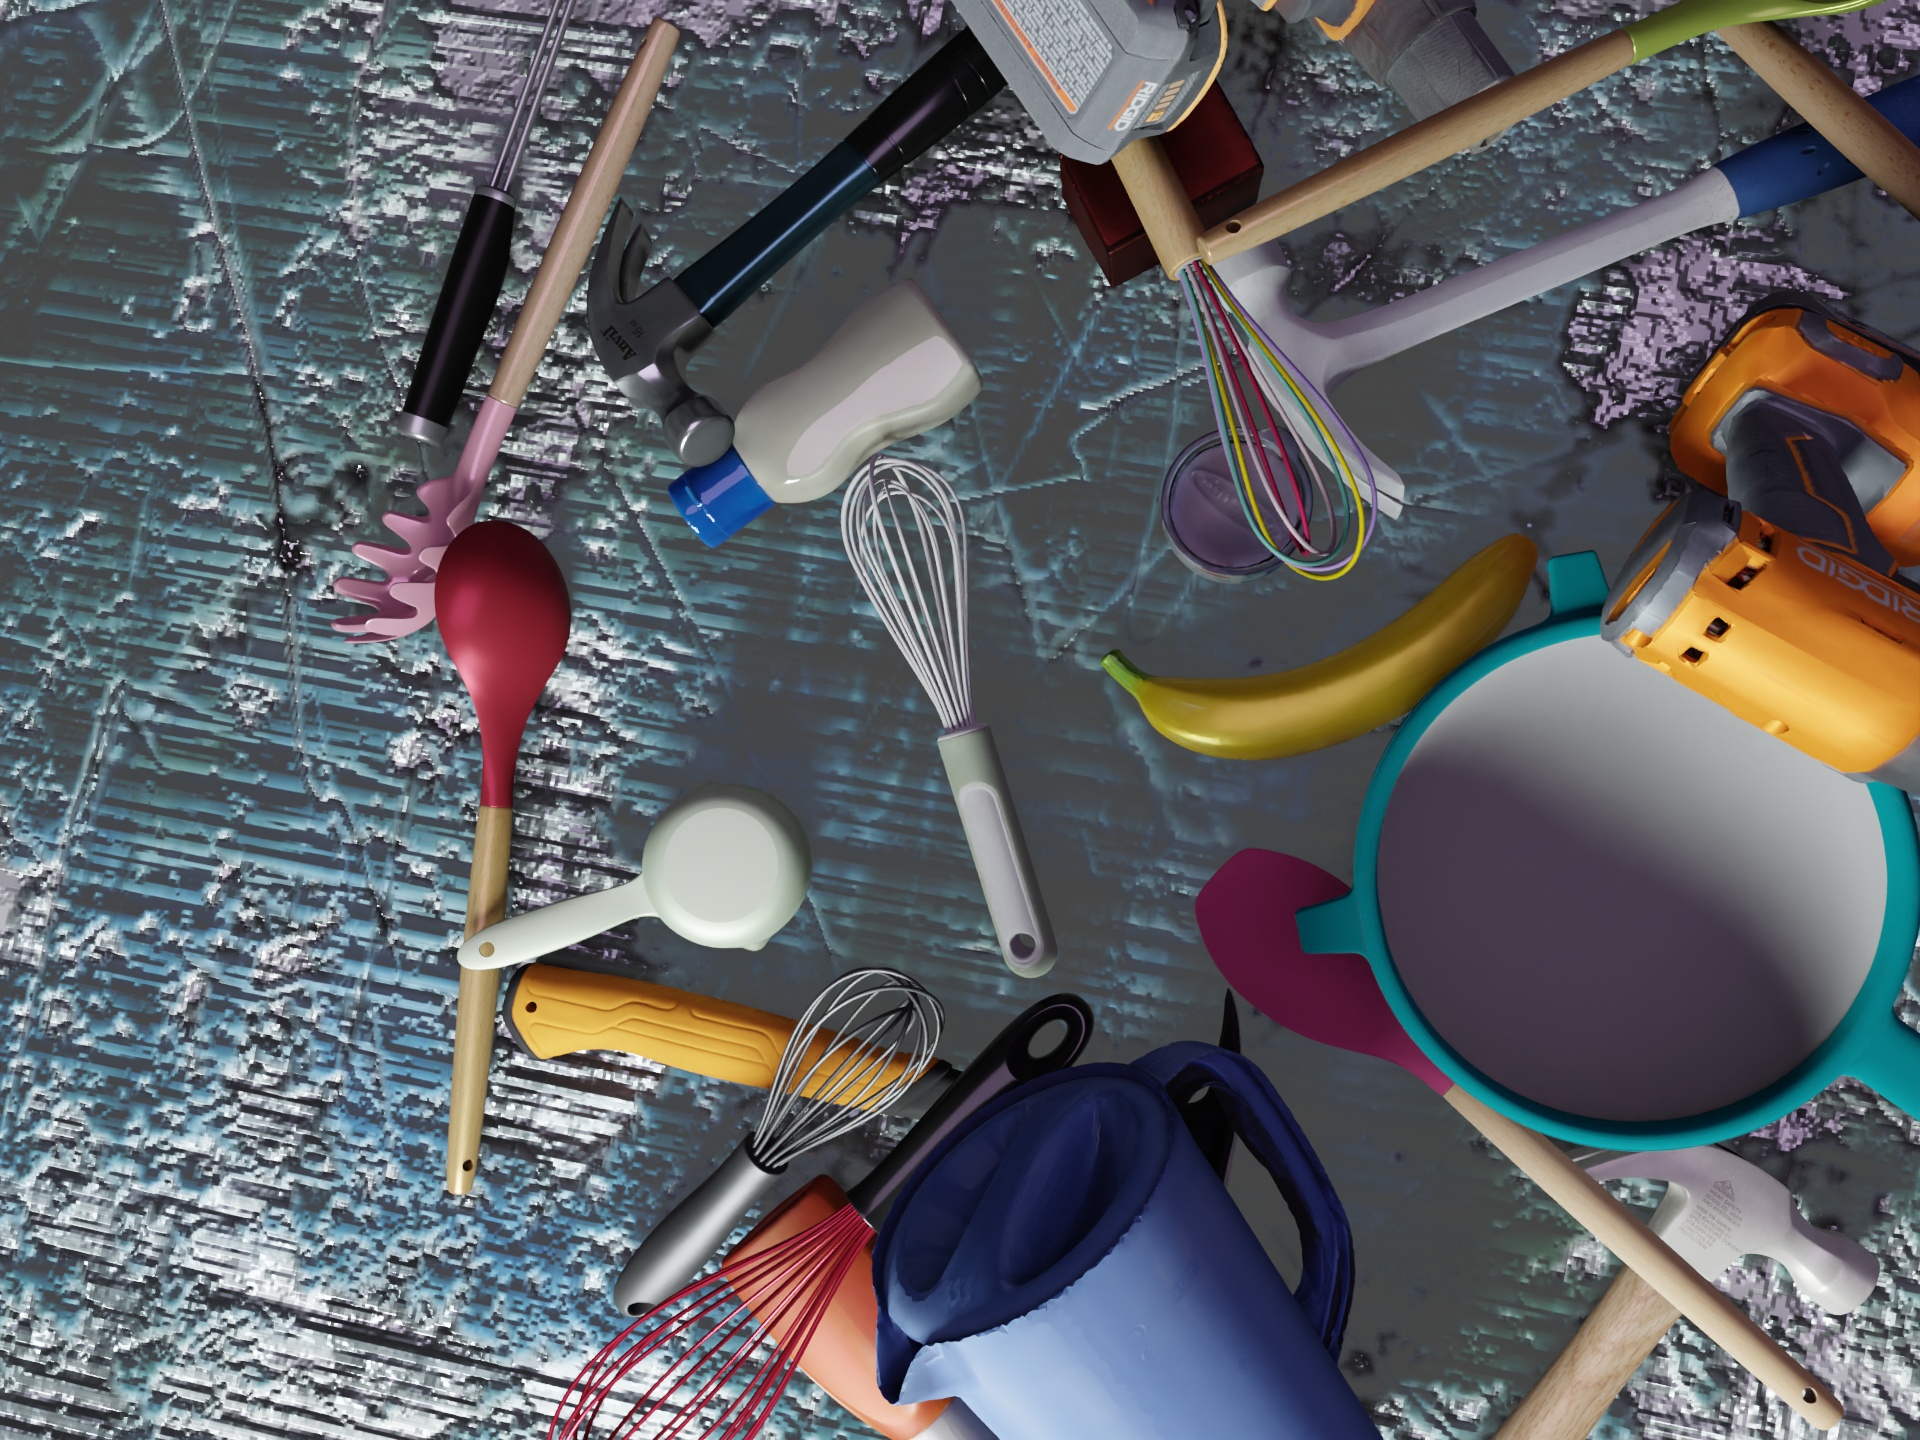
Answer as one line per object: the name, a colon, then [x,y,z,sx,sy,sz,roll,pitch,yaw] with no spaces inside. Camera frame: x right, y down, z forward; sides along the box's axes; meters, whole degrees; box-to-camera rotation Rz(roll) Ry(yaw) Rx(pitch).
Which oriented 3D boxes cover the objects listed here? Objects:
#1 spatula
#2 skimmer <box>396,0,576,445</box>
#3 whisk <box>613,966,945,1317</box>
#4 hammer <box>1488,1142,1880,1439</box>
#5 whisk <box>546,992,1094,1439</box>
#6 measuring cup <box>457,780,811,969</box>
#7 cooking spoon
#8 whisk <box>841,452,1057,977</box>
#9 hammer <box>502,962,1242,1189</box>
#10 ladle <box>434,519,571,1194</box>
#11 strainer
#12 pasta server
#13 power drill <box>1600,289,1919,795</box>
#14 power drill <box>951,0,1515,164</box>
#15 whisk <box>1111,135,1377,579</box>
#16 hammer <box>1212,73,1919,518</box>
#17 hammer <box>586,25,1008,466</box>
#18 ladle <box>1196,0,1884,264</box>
spatula: [0.339,-0.277,0.671,0.082,0.044,0.318,-39,77,0]
skimmer: [-0.220,-0.312,0.733,0.127,0.090,0.363,21,93,40]
whisk: [-0.087,0.188,0.686,0.055,0.055,0.239,43,114,6]
hammer: [0.236,0.319,0.680,0.130,0.031,0.331,37,92,6]
whisk: [-0.054,0.220,0.664,0.296,0.073,0.073,-43,84,-7]
measuring cup: [-0.149,0.080,0.718,0.167,0.038,0.083,-19,85,-6]
cooking spoon: [0.228,0.171,0.668,0.319,0.017,0.069,42,81,18]
whisk: [-0.001,-0.002,0.716,0.058,0.059,0.246,-17,90,17]
hammer: [-0.043,0.152,0.718,0.337,0.034,0.127,11,89,7]
ladle: [-0.220,0.065,0.739,0.031,0.069,0.315,9,94,46]
strainer: [0.318,0.098,0.652,0.340,0.095,0.211,35,93,5]
pasta server: [-0.206,-0.175,0.730,0.060,0.040,0.316,36,102,46]
power drill: [0.340,-0.062,0.598,0.164,0.226,0.084,31,135,7]
power drill: [0.122,-0.298,0.657,0.226,0.084,0.185,-28,81,-33]
whisk: [0.103,-0.168,0.663,0.051,0.047,0.245,-23,81,-8]
hammer: [0.322,-0.218,0.687,0.405,0.035,0.144,-22,72,3]
hammer: [-0.034,-0.263,0.727,0.331,0.033,0.128,-41,66,-1]
ladle: [0.239,-0.262,0.625,0.320,0.062,0.078,-26,68,1]
